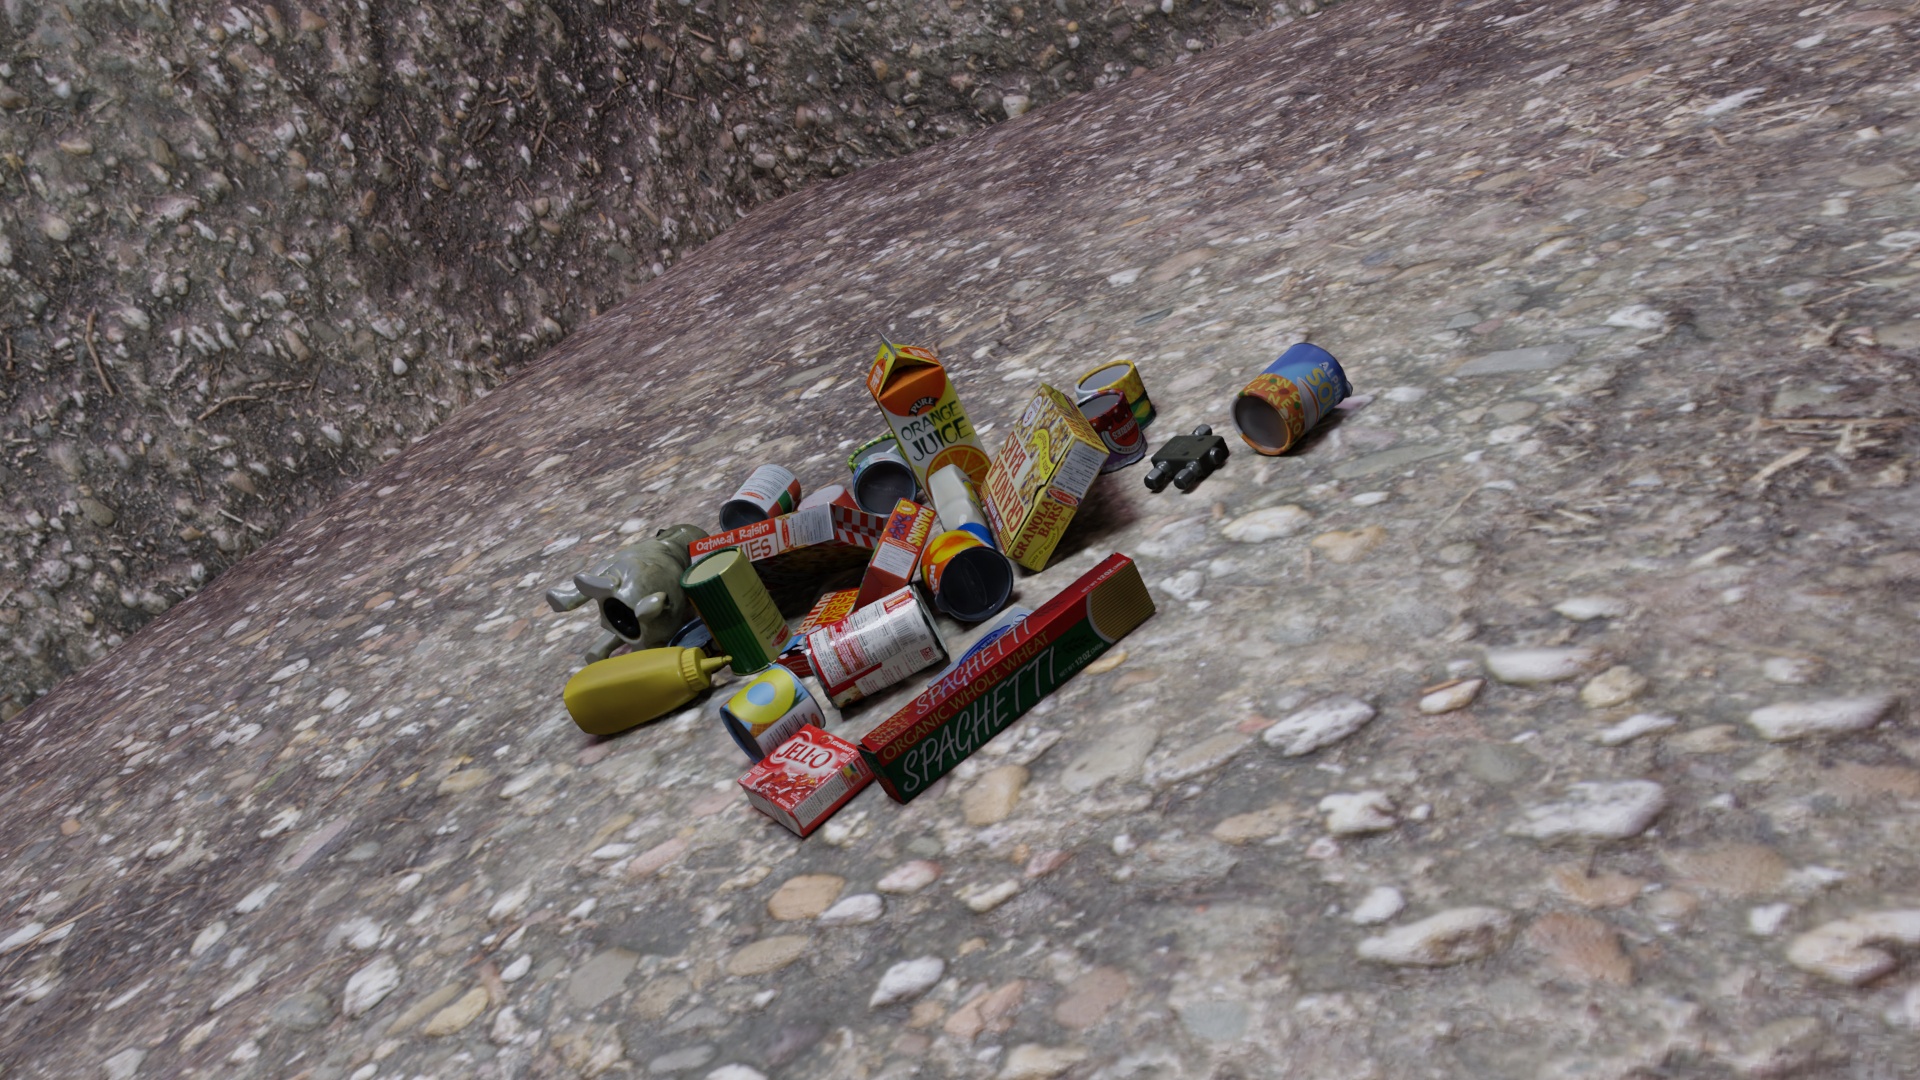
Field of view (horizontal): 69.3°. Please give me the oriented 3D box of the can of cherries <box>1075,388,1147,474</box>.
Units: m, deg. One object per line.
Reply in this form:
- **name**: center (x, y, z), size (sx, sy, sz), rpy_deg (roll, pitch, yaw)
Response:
- **can of cherries**: center (0.140, -0.105, 1.331), size (0.071, 0.058, 0.072), rpy_deg (-23, 23, 10)

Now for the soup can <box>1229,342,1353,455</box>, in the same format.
- **soup can**: center (0.286, -0.122, 1.204), size (0.084, 0.071, 0.071), rpy_deg (-40, 26, -27)

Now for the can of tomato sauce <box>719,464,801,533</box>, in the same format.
- **can of tomato sauce**: center (-0.224, -0.037, 1.565), size (0.071, 0.071, 0.083), rpy_deg (-14, 26, 27)

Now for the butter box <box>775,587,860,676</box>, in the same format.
- **butter box**: center (-0.120, 0.082, 1.255), size (0.053, 0.024, 0.104), rpy_deg (-12, 28, 30)

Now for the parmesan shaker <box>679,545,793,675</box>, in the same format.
- **parmesan shaker**: center (-0.206, 0.063, 1.287), size (0.071, 0.102, 0.071), rpy_deg (-23, 23, 10)

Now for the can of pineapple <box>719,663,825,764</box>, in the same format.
- **can of pineapple**: center (-0.152, 0.141, 1.111), size (0.058, 0.070, 0.071), rpy_deg (-38, 26, -25)

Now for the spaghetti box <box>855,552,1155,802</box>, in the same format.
- **spaghetti box**: center (0.038, 0.099, 1.023), size (0.251, 0.050, 0.029), rpy_deg (-35, 23, -18)

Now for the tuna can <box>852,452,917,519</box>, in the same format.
- **tuna can**: center (-0.080, -0.055, 1.452), size (0.071, 0.071, 0.033), rpy_deg (-26, 22, 2)

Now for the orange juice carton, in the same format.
- **orange juice carton**: center (-0.033, -0.119, 1.371), size (0.073, 0.192, 0.072), rpy_deg (-29, 24, -2)

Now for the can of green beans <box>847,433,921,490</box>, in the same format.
- **can of green beans**: center (-0.081, -0.075, 1.500), size (0.071, 0.057, 0.071), rpy_deg (-22, 23, 10)

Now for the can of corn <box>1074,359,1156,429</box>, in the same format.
- **can of corn**: center (0.156, -0.142, 1.390), size (0.071, 0.058, 0.071), rpy_deg (-22, 24, 10)

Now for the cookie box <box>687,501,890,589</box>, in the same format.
- **cookie box**: center (-0.160, 0.008, 1.348), size (0.167, 0.040, 0.123), rpy_deg (-15, -14, 27)

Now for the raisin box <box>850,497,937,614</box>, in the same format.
- **raisin box**: center (-0.062, 0.030, 1.228), size (0.040, 0.085, 0.124), rpy_deg (21, 32, 0)

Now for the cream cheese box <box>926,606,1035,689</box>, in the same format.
- **cream cheese box**: center (0.029, 0.093, 1.076), size (0.104, 0.024, 0.053), rpy_deg (-40, 28, -27)

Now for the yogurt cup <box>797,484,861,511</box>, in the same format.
- **yogurt cup**: center (-0.134, -0.022, 1.451), size (0.072, 0.053, 0.073), rpy_deg (-22, 23, 10)

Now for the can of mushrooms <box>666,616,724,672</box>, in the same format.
- **can of mushrooms**: center (-0.246, 0.102, 1.336), size (0.071, 0.033, 0.071), rpy_deg (-22, 23, 10)

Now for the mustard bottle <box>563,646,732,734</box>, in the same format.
- **mustard bottle**: center (-0.282, 0.131, 1.280), size (0.160, 0.065, 0.049), rpy_deg (-17, 30, 9)

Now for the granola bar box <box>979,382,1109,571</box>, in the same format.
- **granola bar box**: center (0.071, -0.061, 1.256), size (0.124, 0.039, 0.166), rpy_deg (-60, 17, 16)

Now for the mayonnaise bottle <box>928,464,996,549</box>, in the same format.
- **mayonnaise bottle**: center (0.005, -0.016, 1.287), size (0.041, 0.064, 0.149), rpy_deg (-31, 27, 6)

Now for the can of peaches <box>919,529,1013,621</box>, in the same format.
- **can of peaches**: center (0.002, 0.030, 1.182), size (0.071, 0.071, 0.058), rpy_deg (-31, 23, -9)
